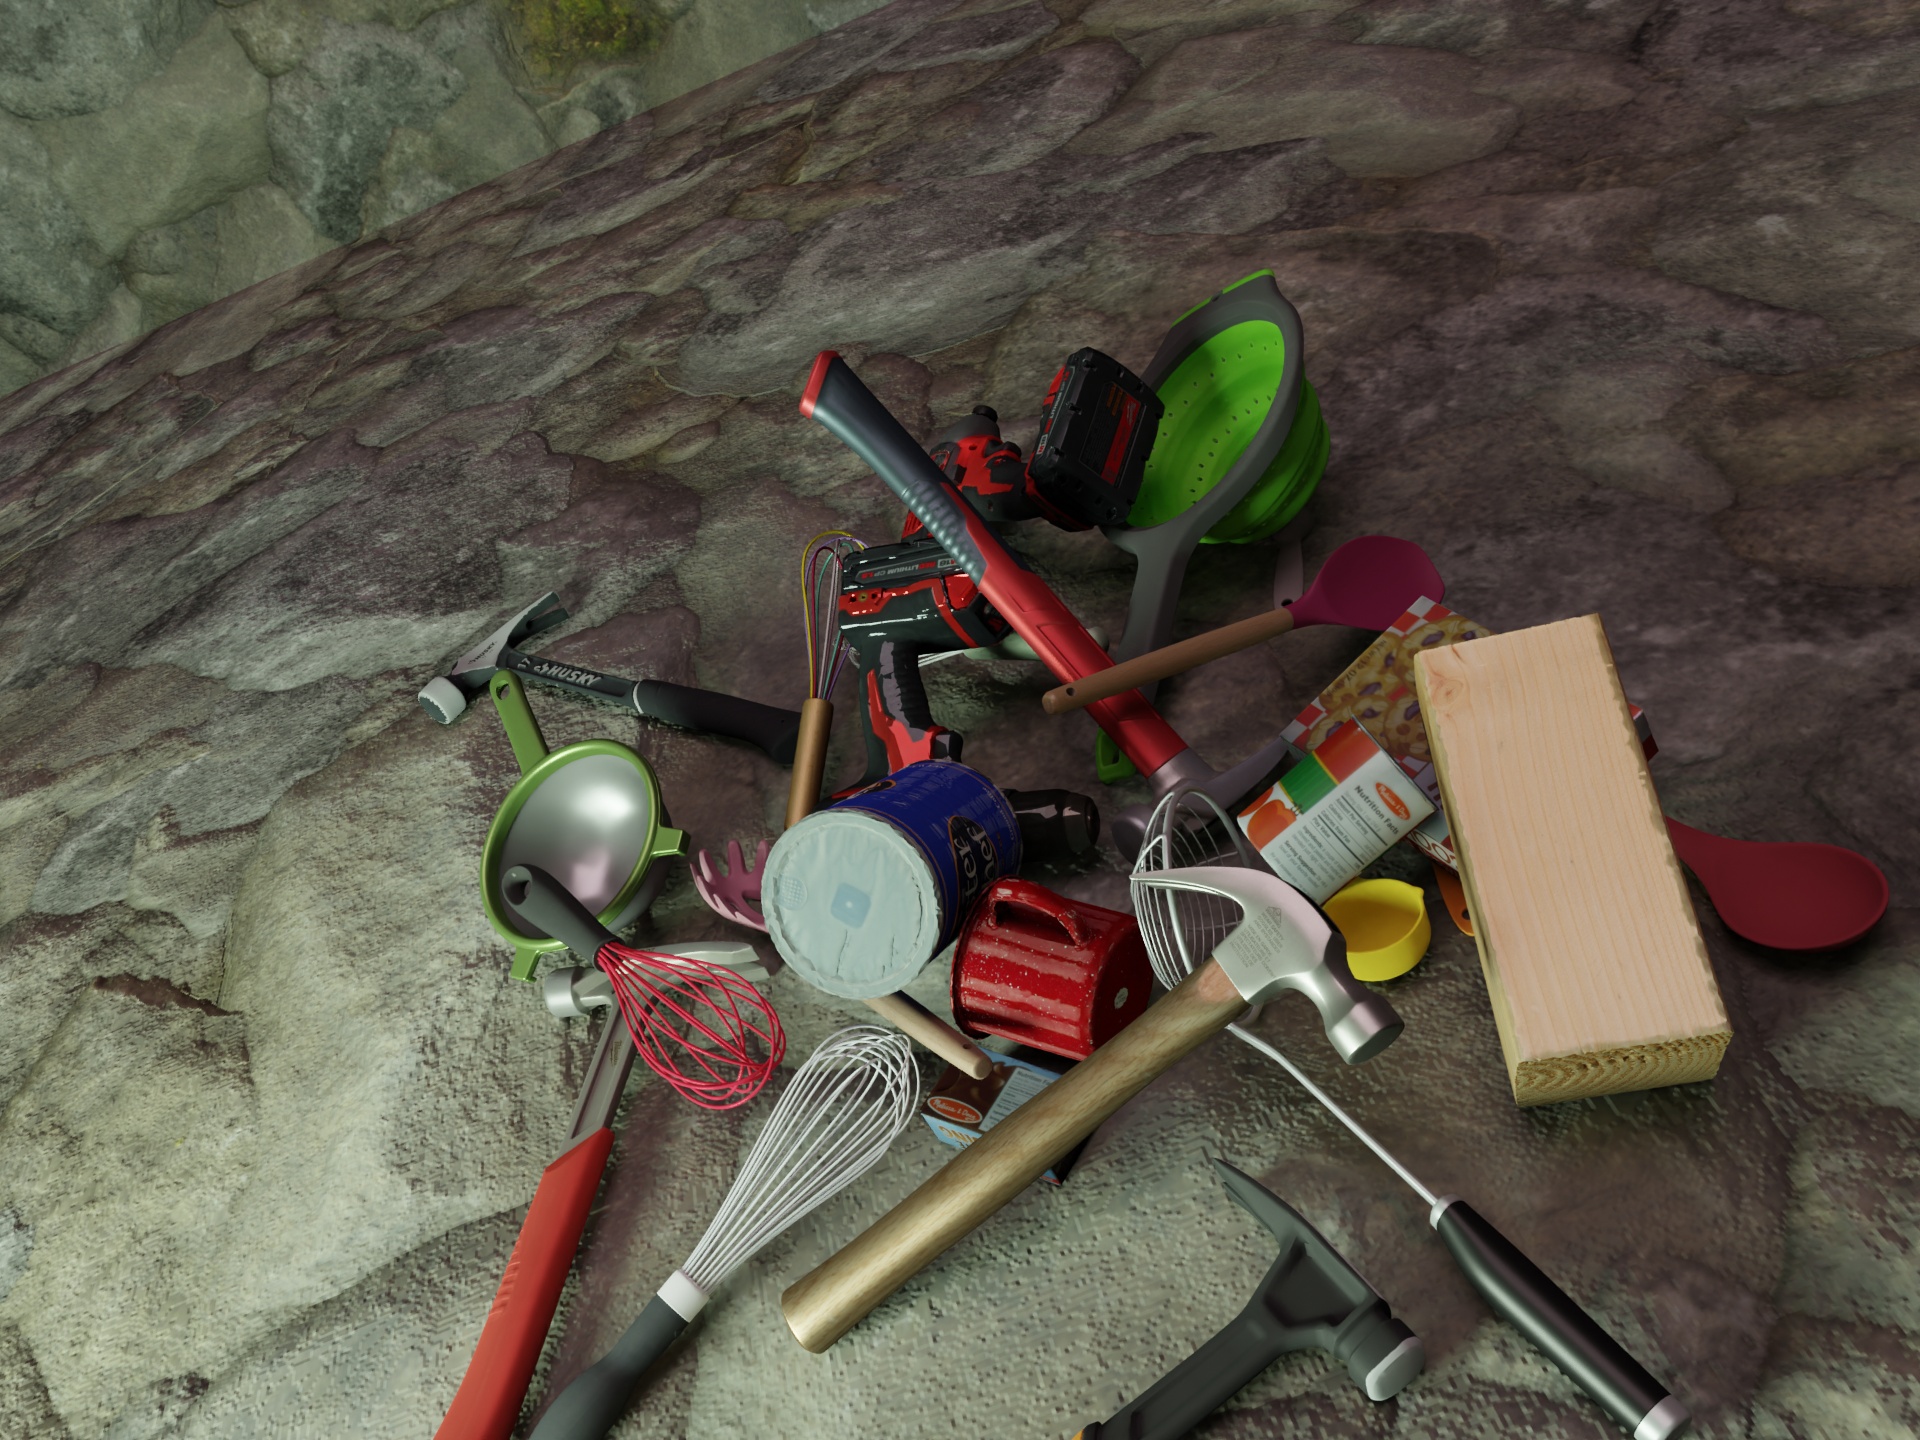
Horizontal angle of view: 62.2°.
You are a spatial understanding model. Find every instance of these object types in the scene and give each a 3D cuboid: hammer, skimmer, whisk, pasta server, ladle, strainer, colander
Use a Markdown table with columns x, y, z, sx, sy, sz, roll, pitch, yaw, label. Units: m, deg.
| x | y | z | sx | sy | sz | roll | pitch | yaw | label |
| --- | --- | --- | --- | --- | --- | --- | --- | --- | --- |
| -0.261 | -0.025 | 1.264 | 0.409 | 0.036 | 0.149 | 13 | 50 | 38 | hammer |
| 0.201 | 0.164 | 0.742 | 0.090 | 0.127 | 0.364 | -48 | 47 | 2 | skimmer |
| -0.101 | -0.031 | 1.128 | 0.051 | 0.047 | 0.245 | -17 | 55 | 38 | whisk |
| 0.041 | -0.092 | 0.988 | 0.143 | 0.038 | 0.386 | -33 | 75 | -28 | hammer |
| -0.075 | 0.135 | 0.934 | 0.060 | 0.040 | 0.316 | -15 | 21 | -30 | pasta server |
| 0.347 | 0.043 | 0.861 | 0.069 | 0.031 | 0.316 | -39 | 38 | -12 | ladle |
| -0.271 | 0.059 | 1.113 | 0.151 | 0.069 | 0.257 | -40 | 51 | 6 | strainer |
| -0.121 | 0.271 | 0.822 | 0.070 | 0.070 | 0.285 | 22 | 62 | 43 | whisk |
| 0.174 | -0.122 | 1.104 | 0.204 | 0.094 | 0.397 | -19 | 48 | 52 | colander |
| 0.002 | -0.057 | 1.124 | 0.246 | 0.059 | 0.058 | 4 | 14 | 41 | whisk |
| -0.198 | 0.147 | 0.946 | 0.073 | 0.073 | 0.296 | -43 | 41 | -22 | whisk |
| 0.040 | 0.190 | 0.754 | 0.331 | 0.031 | 0.130 | -41 | 59 | 12 | hammer |
| -0.215 | 0.273 | 0.885 | 0.149 | 0.036 | 0.359 | -10 | 40 | 19 | hammer |
| 0.032 | 0.331 | 0.683 | 0.337 | 0.034 | 0.127 | -34 | 39 | -12 | hammer |

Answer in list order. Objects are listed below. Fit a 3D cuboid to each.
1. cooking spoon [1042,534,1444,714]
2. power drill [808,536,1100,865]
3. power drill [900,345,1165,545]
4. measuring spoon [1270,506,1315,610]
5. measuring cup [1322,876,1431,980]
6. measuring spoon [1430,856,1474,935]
| x | y | z | sx | sy | sz | roll | pitch | yaw | label |
| --- | --- | --- | --- | --- | --- | --- | --- | --- | --- |
| 0.181 | -0.056 | 0.978 | 0.319 | 0.017 | 0.069 | -19 | 74 | -29 | cooking spoon |
| -0.002 | -0.003 | 1.019 | 0.188 | 0.080 | 0.227 | -7 | 65 | 22 | power drill |
| 0.045 | -0.194 | 1.195 | 0.220 | 0.078 | 0.143 | -10 | 55 | 55 | power drill |
| 0.230 | -0.115 | 1.117 | 0.034 | 0.018 | 0.124 | -8 | 41 | 20 | measuring spoon |
| 0.211 | 0.093 | 0.884 | 0.062 | 0.029 | 0.157 | -27 | 26 | 1 | measuring cup |
| 0.271 | 0.075 | 0.880 | 0.021 | 0.011 | 0.117 | -22 | 40 | 17 | measuring spoon |
